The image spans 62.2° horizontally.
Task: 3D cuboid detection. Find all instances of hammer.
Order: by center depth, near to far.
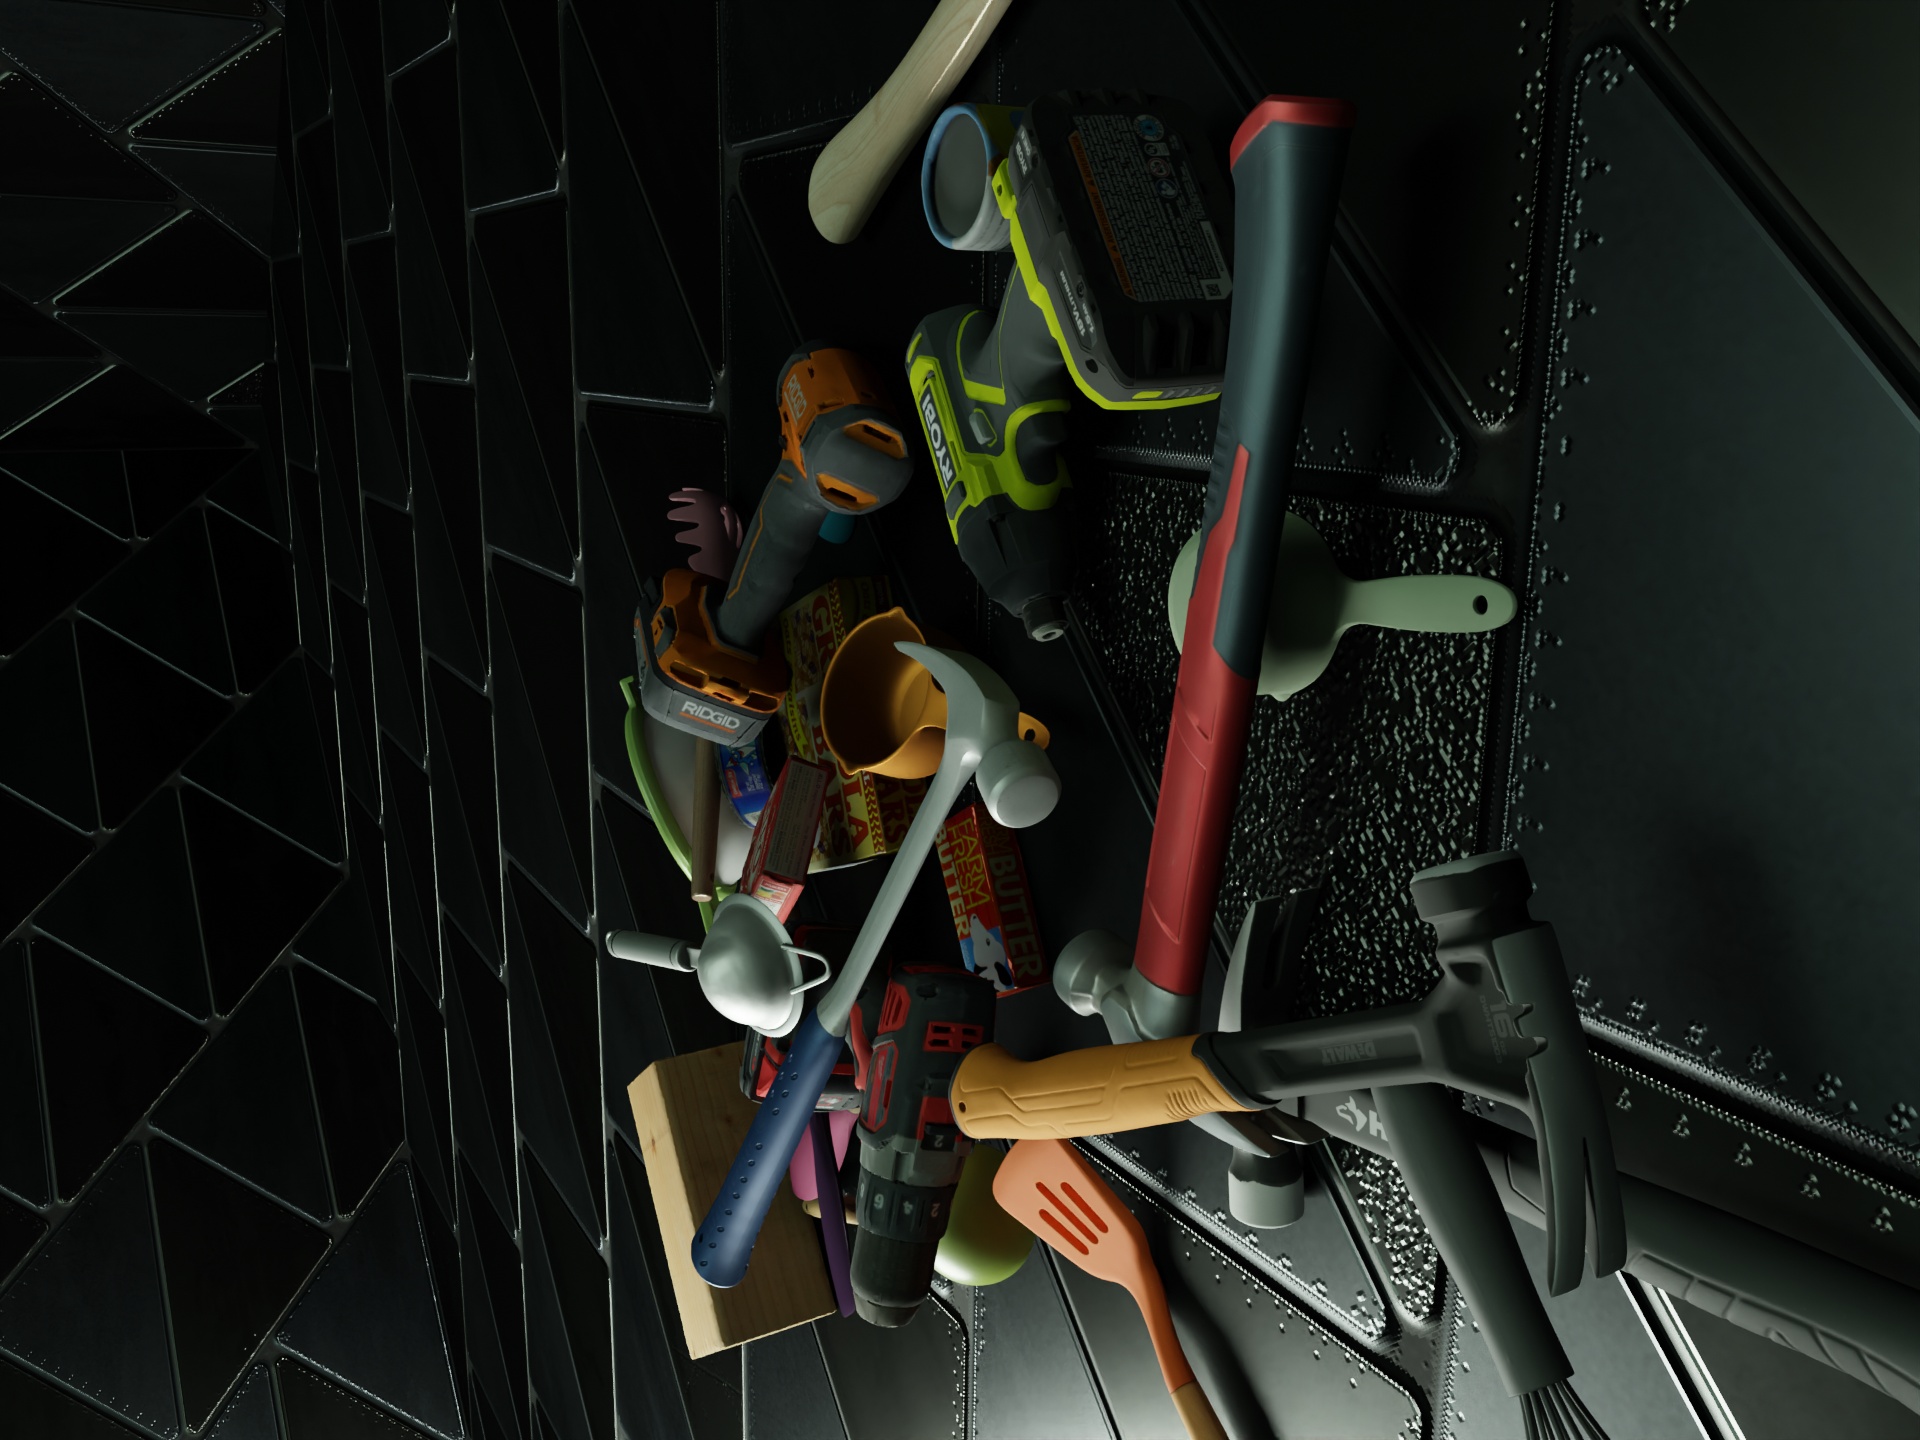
[{"bbox_3d":[0.206,0.157,0.547,0.335,0.035,0.146,12,107,58],"label":"hammer"},{"bbox_3d":[0.109,-0.027,0.596,0.143,0.038,0.386,34,125,50],"label":"hammer"},{"bbox_3d":[0.092,0.141,0.598,0.337,0.034,0.127,-27,73,56],"label":"hammer"},{"bbox_3d":[0.019,-0.353,0.762,0.410,0.038,0.146,-38,65,57],"label":"hammer"},{"bbox_3d":[-0.063,0.142,0.824,0.405,0.035,0.144,-64,31,27],"label":"hammer"}]

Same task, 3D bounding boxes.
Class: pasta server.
[{"bbox_3d":[-0.172,-0.027,1.070,0.040,0.060,0.316,-14,60,22],"label":"pasta server"}]

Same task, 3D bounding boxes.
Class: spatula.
[{"bbox_3d":[0.109,0.339,0.745,0.323,0.041,0.081,61,143,31],"label":"spatula"},{"bbox_3d":[-0.100,0.233,1.065,0.059,0.018,0.316,122,141,-59],"label":"spatula"}]

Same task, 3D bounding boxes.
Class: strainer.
[{"bbox_3d":[-0.165,0.146,0.969,0.258,0.050,0.087,-4,99,55],"label":"strainer"},{"bbox_3d":[-0.154,0.080,1.072,0.151,0.069,0.257,62,-177,-46],"label":"strainer"}]

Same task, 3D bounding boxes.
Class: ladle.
[{"bbox_3d":[-0.040,0.309,1.007,0.320,0.062,0.078,146,115,-64],"label":"ladle"}]

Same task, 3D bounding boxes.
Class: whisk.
[{"bbox_3d":[0.186,0.215,0.518,0.055,0.055,0.239,-54,49,50],"label":"whisk"}]

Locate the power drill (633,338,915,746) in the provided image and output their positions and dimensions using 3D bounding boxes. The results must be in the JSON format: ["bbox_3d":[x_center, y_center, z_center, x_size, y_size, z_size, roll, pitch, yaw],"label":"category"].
[{"bbox_3d":[-0.112,-0.116,0.942,0.226,0.084,0.164,-57,29,23],"label":"power drill"}]

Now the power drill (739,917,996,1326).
[{"bbox_3d":[-0.055,0.214,0.903,0.227,0.080,0.188,-168,88,-66],"label":"power drill"}]

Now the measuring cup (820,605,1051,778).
[{"bbox_3d":[-0.001,-0.003,0.850,0.174,0.052,0.095,16,89,44],"label":"measuring cup"}]

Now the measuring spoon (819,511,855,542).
[{"bbox_3d":[-0.097,-0.171,1.009,0.042,0.021,0.129,-41,62,55],"label":"measuring spoon"}]

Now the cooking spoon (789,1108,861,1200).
[{"bbox_3d":[-0.060,0.238,1.028,0.318,0.017,0.069,127,144,-48],"label":"cooking spoon"}]

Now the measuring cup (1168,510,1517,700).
[{"bbox_3d":[0.139,-0.044,0.614,0.168,0.038,0.083,8,103,61],"label":"measuring cup"}]

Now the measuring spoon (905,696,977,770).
[{"bbox_3d":[0.001,0.018,0.885,0.124,0.018,0.034,35,125,51],"label":"measuring spoon"}]

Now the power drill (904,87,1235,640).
[{"bbox_3d":[0.044,-0.149,0.707,0.223,0.080,0.171,127,131,-63],"label":"power drill"}]
